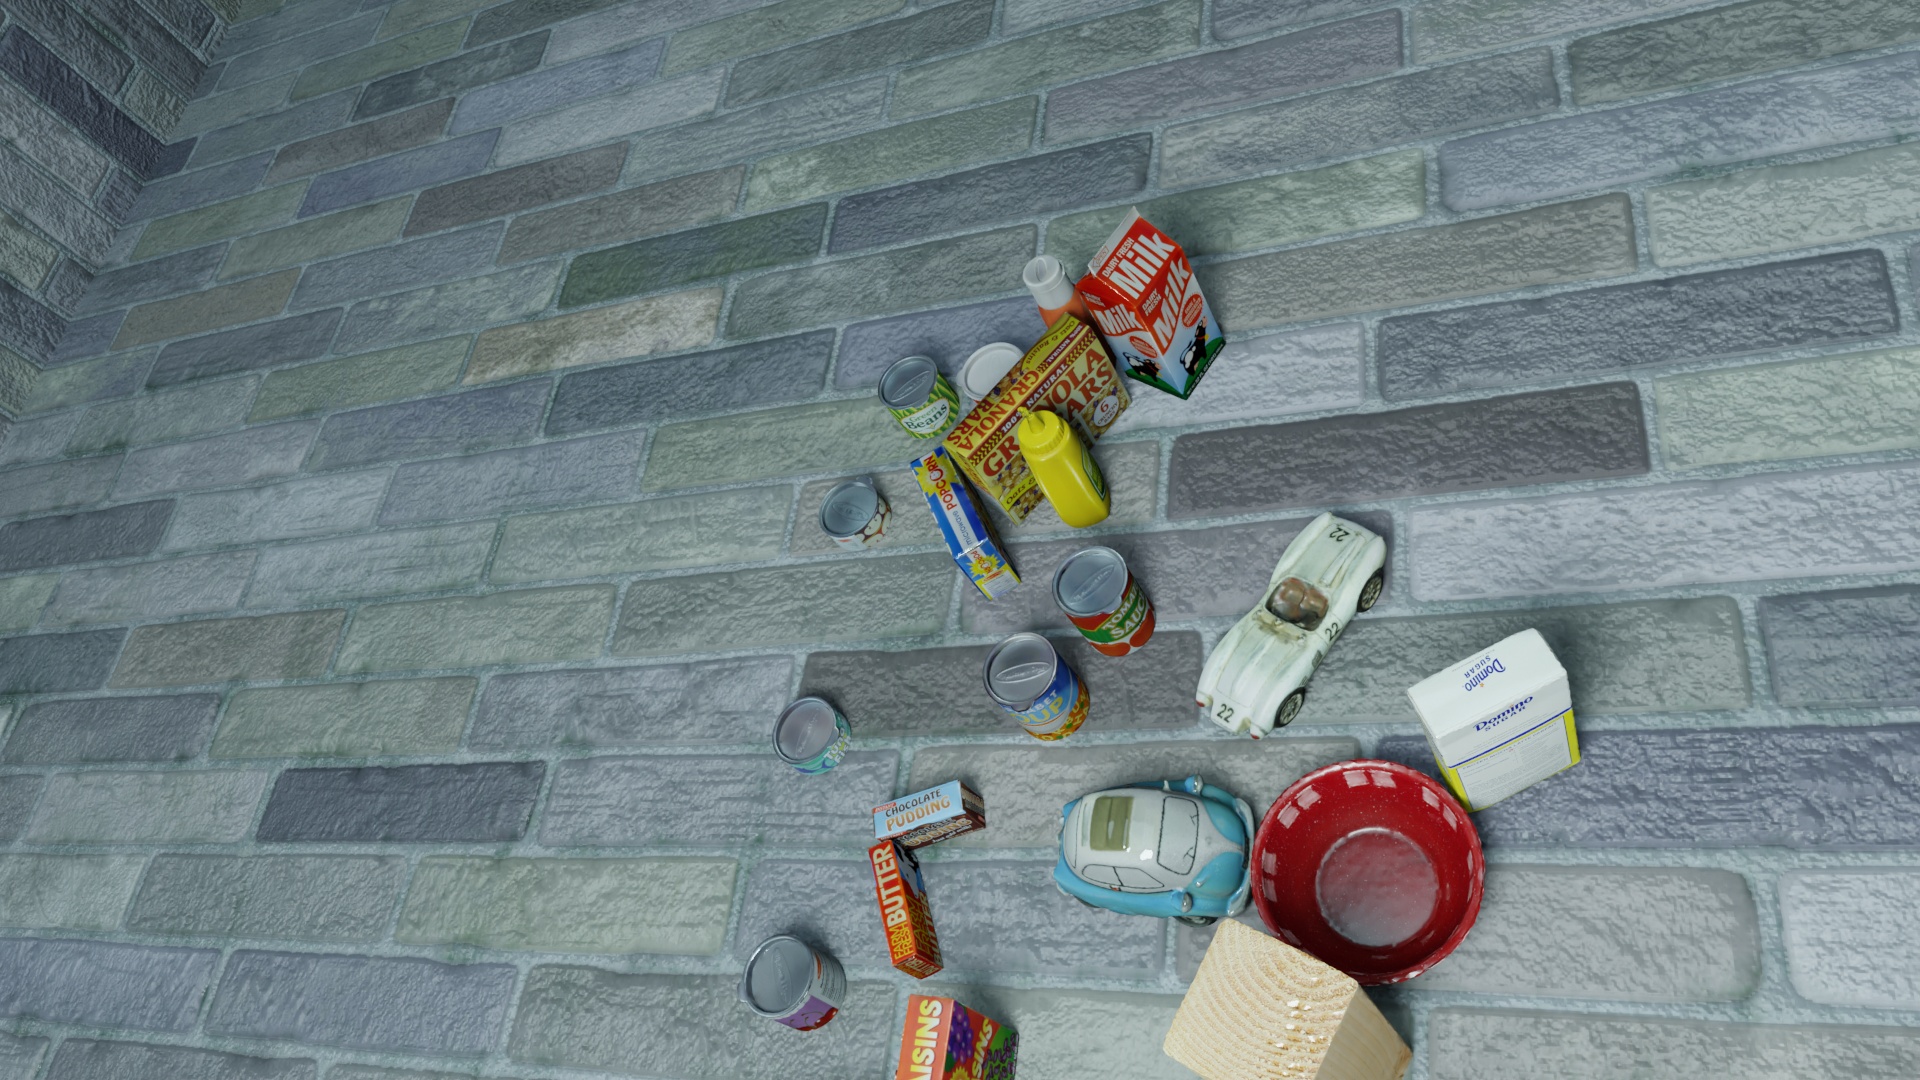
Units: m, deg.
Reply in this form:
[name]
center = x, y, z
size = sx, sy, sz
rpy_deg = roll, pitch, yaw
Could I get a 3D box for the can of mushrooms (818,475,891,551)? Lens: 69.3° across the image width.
[can of mushrooms]
center = -0.103, -0.027, 1.378
size = 0.071, 0.033, 0.071
rpy_deg = -13, 56, 20

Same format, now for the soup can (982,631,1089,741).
[soup can]
center = 0.065, 0.126, 1.164
size = 0.071, 0.083, 0.071
rpy_deg = -13, 56, 20

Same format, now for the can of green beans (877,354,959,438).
[can of green beans]
center = -0.042, -0.145, 1.404
size = 0.071, 0.057, 0.071
rpy_deg = -13, 56, 20

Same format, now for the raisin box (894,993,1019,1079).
[raisin box]
center = -0.002, 0.388, 1.011
size = 0.040, 0.123, 0.086
rpy_deg = -4, 60, 26

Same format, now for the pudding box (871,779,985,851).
[pudding box]
center = -0.026, 0.232, 1.167
size = 0.083, 0.049, 0.030
rpy_deg = -20, 54, 15

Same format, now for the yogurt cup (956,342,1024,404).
[yogurt cup]
center = 0.041, -0.153, 1.369
size = 0.072, 0.053, 0.073
rpy_deg = -13, 56, 20

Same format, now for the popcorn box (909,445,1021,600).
[popcorn box]
center = 0.005, -0.016, 1.283
size = 0.038, 0.085, 0.127
rpy_deg = -31, 52, 7

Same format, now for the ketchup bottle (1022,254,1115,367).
[ketchup bottle]
center = 0.103, -0.210, 1.312
size = 0.043, 0.148, 0.065
rpy_deg = -17, 55, 18

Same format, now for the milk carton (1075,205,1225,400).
[milk carton]
center = 0.168, -0.215, 1.255
size = 0.073, 0.190, 0.072
rpy_deg = 28, 77, 37

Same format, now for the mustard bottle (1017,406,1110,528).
[mustard bottle]
center = 0.087, -0.071, 1.227
size = 0.049, 0.159, 0.065
rpy_deg = -19, 54, 17

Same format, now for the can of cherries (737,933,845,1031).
[can of cherries]
center = -0.138, 0.363, 1.138
size = 0.071, 0.058, 0.072
rpy_deg = -13, 56, 20

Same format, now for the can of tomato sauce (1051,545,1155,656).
[can of tomato sauce]
center = 0.125, 0.054, 1.179
size = 0.071, 0.083, 0.071
rpy_deg = -13, 56, 20

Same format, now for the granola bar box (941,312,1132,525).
[granola bar box]
center = 0.075, -0.110, 1.280
size = 0.166, 0.124, 0.039
rpy_deg = -47, 52, -6

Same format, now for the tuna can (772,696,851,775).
[tuna can]
center = -0.133, 0.179, 1.266
size = 0.071, 0.032, 0.071
rpy_deg = -13, 56, 20

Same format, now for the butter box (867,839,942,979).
[butter box]
center = -0.045, 0.301, 1.132
size = 0.024, 0.053, 0.104
rpy_deg = -25, 53, 12
